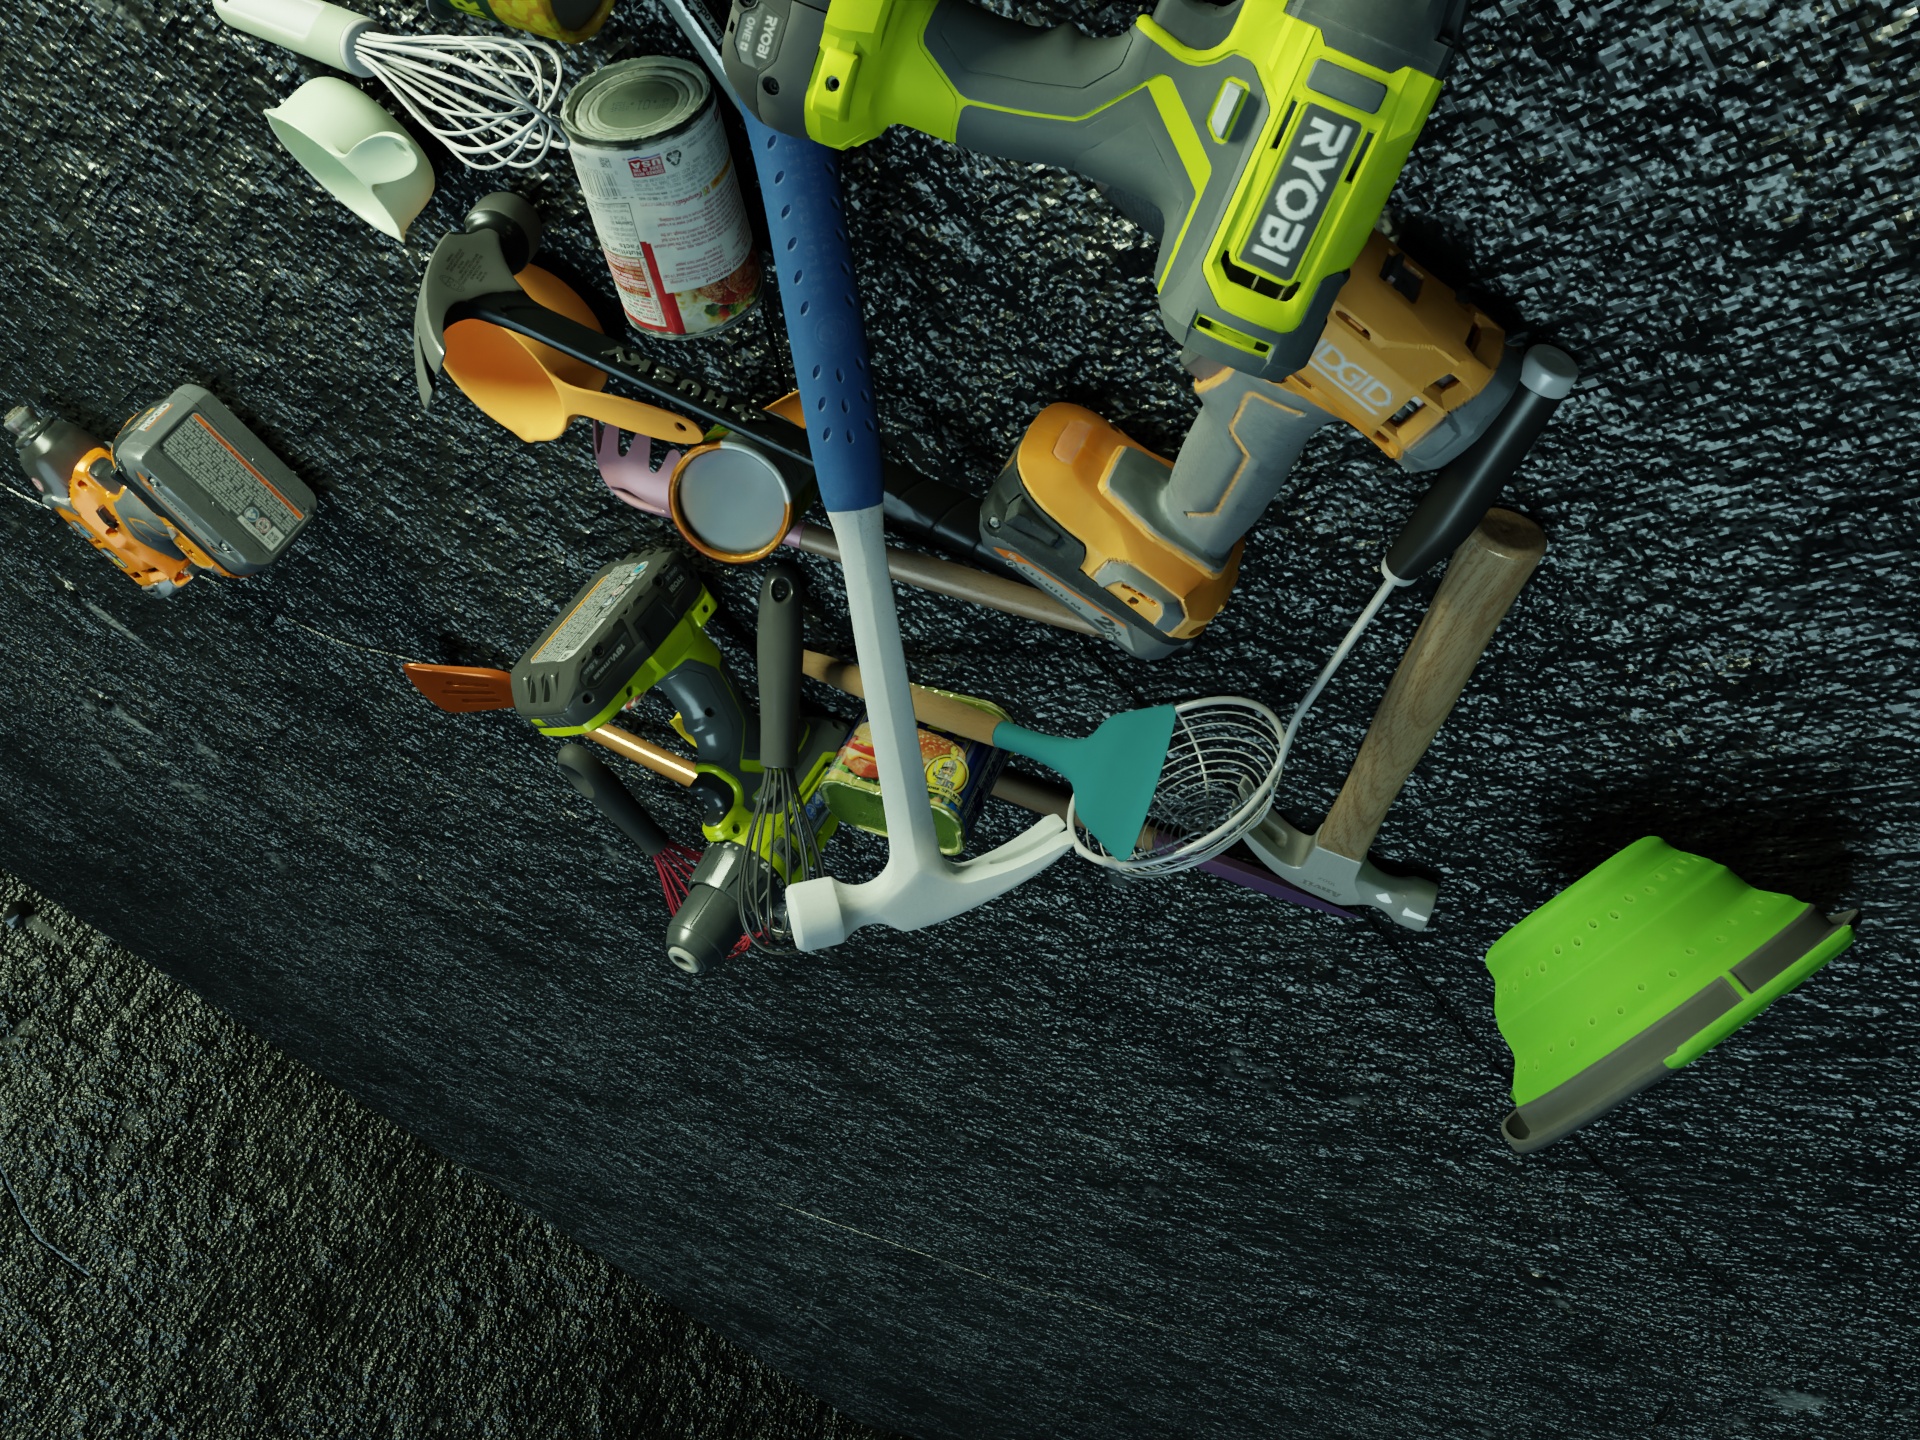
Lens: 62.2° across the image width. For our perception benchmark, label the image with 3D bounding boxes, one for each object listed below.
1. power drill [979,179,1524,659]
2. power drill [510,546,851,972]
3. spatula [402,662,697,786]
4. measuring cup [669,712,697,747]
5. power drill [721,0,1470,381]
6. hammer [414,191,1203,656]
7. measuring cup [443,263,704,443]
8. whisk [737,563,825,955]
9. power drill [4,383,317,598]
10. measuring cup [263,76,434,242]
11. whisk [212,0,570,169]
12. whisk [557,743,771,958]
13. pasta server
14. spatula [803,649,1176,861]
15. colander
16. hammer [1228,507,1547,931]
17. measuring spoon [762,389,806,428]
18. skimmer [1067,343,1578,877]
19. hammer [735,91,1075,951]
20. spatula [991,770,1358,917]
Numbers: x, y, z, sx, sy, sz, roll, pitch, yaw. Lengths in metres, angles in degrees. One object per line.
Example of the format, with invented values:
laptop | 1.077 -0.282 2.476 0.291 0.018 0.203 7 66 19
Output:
power drill | 0.092 -0.138 0.674 0.185 0.084 0.226 35 143 -10
power drill | -0.169 0.026 0.997 0.080 0.191 0.228 -3 134 44
spatula | -0.263 0.020 1.174 0.323 0.041 0.081 23 160 16
measuring cup | -0.171 0.021 1.151 0.062 0.029 0.156 25 160 7
power drill | 0.049 -0.236 0.532 0.223 0.080 0.171 24 117 2
hammer | -0.063 -0.125 0.767 0.408 0.149 0.036 24 129 -12
measuring cup | -0.190 -0.183 0.818 0.174 0.052 0.095 20 149 22
whisk | -0.107 0.025 0.962 0.055 0.055 0.239 6 99 30
power drill | -0.567 -0.165 1.110 0.226 0.084 0.164 -1 138 43
measuring cup | -0.266 -0.266 0.733 0.083 0.038 0.168 44 166 -33
whisk | -0.253 -0.289 0.686 0.246 0.058 0.059 29 180 30
whisk | -0.230 0.106 1.251 0.073 0.073 0.295 6 148 30
pasta server | -0.058 -0.101 0.875 0.316 0.040 0.060 17 171 4
spatula | -0.001 -0.003 0.905 0.318 0.082 0.044 20 -178 42
colander | 0.347 0.153 0.892 0.095 0.204 0.396 55 172 19
hammer | 0.226 0.007 0.828 0.130 0.031 0.331 20 147 9
measuring spoon | -0.095 -0.161 0.840 0.117 0.011 0.021 -14 129 42
skimmer | 0.153 -0.044 0.755 0.090 0.127 0.363 26 139 1
hammer | -0.040 -0.088 0.717 0.144 0.035 0.405 -12 113 -9
spatula | 0.100 0.068 1.014 0.316 0.018 0.059 20 176 13
